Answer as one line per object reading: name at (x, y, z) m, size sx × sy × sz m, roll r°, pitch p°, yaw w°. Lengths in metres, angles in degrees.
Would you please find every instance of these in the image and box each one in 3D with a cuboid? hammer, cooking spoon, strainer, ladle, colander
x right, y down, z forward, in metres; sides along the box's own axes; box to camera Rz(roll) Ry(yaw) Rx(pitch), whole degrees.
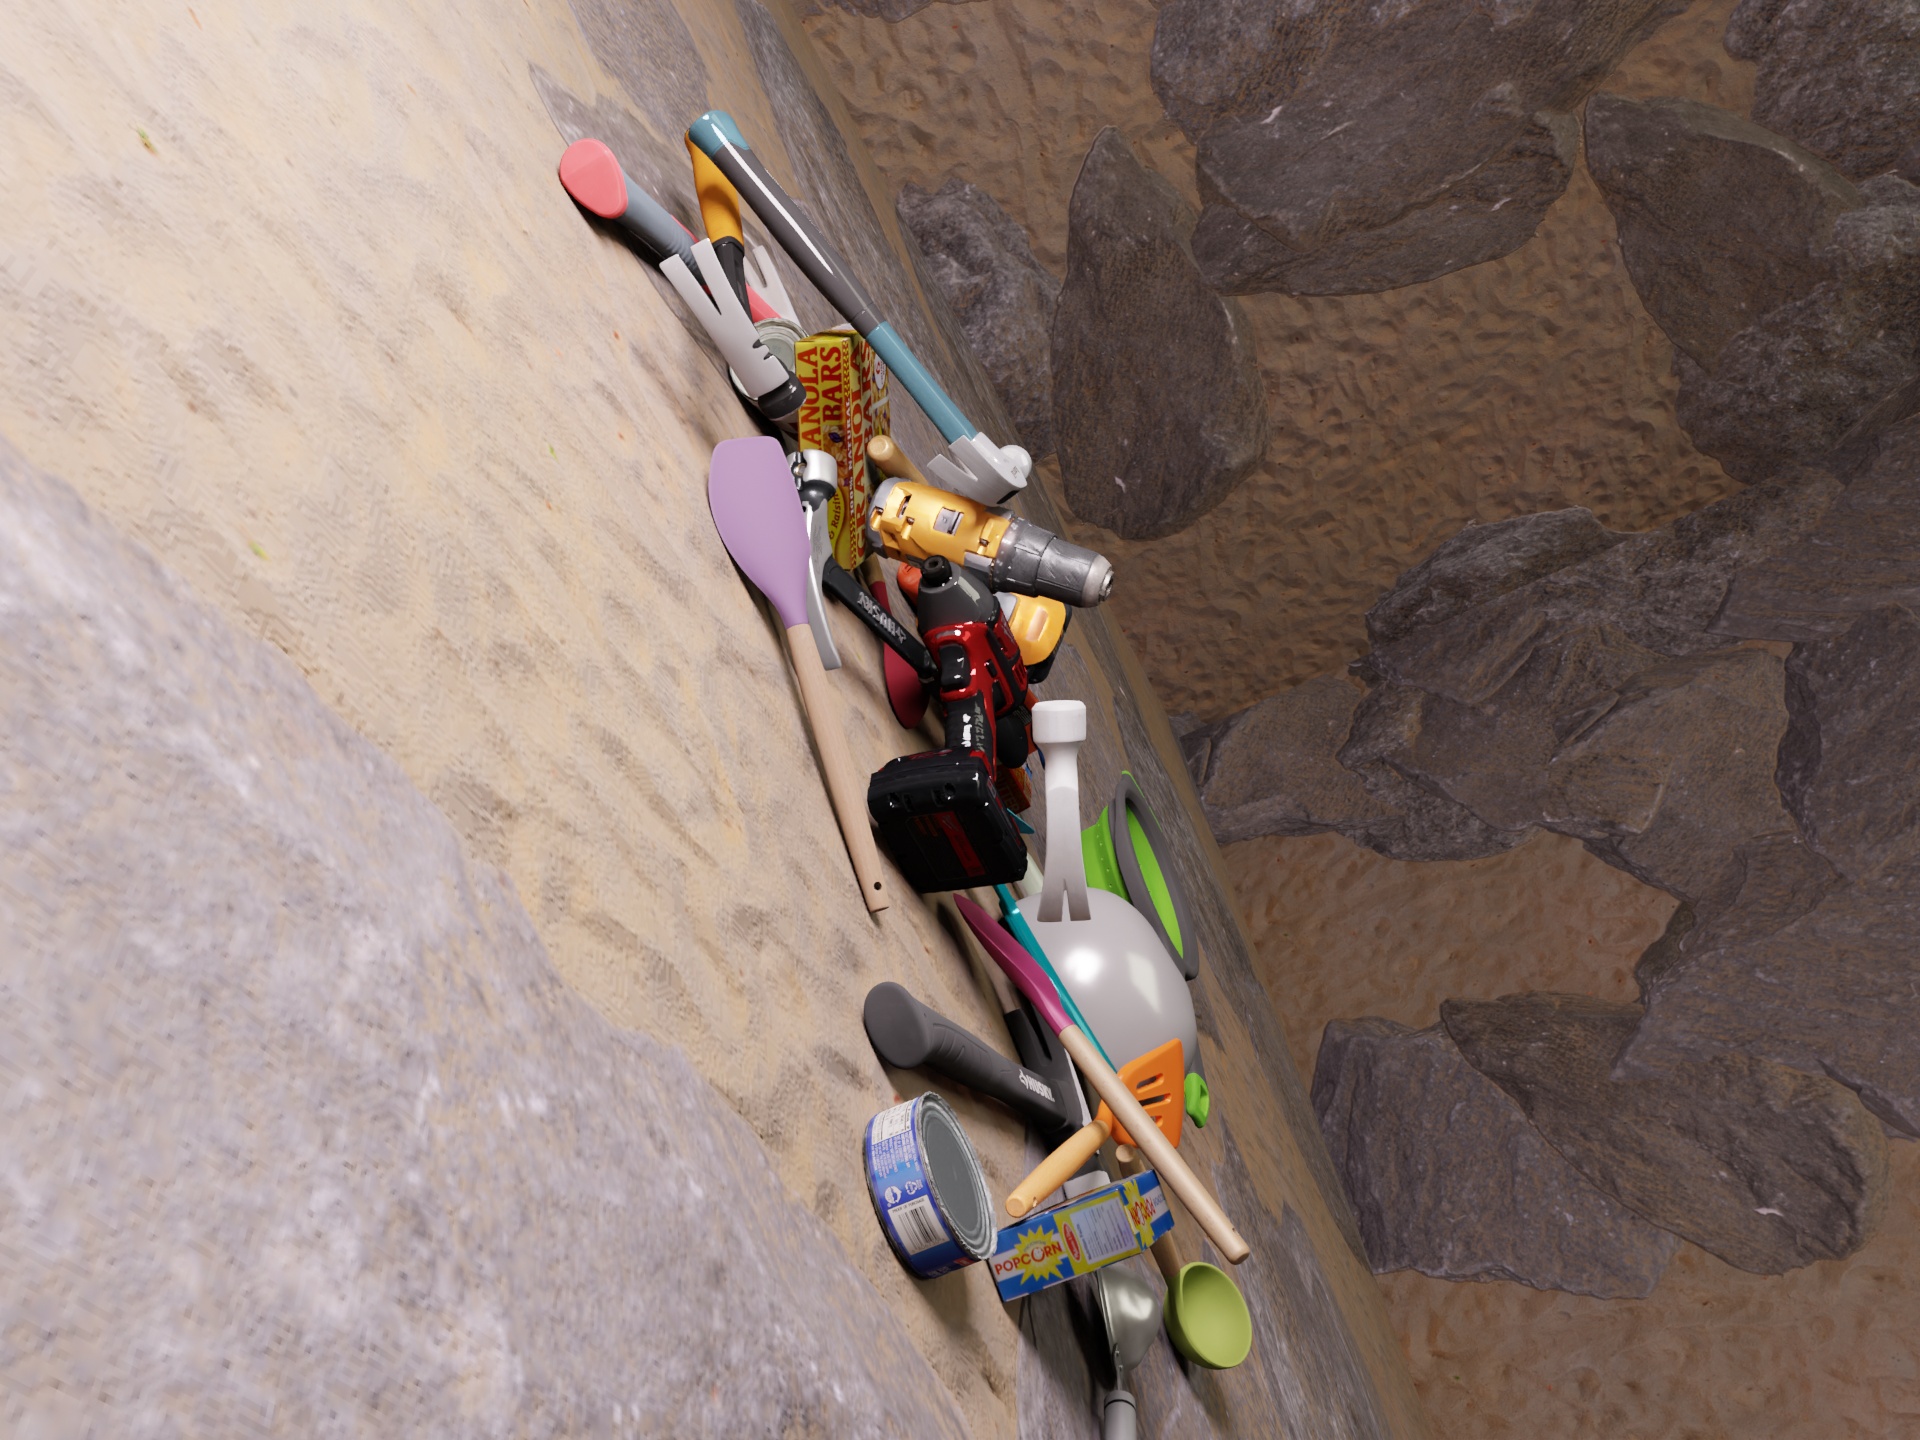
hammer at (-0.028, -0.041, 1.191) m, size 0.408 × 0.036 × 0.149 m, roll 43°, pitch 42°, yaw -60°
cooking spoon at (0.083, 0.219, 1.023) m, size 0.068 × 0.017 × 0.319 m, roll 35°, pitch 11°, yaw -50°
hammer at (-0.068, -0.283, 1.106) m, size 0.331 × 0.033 × 0.128 m, roll 49°, pitch 21°, yaw -9°
strainer at (0.091, 0.153, 1.211) m, size 0.340 × 0.095 × 0.211 m, roll 60°, pitch -1°, yaw -17°
hammer at (0.018, 0.215, 0.992) m, size 0.334 × 0.035 × 0.146 m, roll 47°, pitch 22°, yaw -59°
ladle at (0.155, 0.371, 1.112) m, size 0.319 × 0.062 × 0.078 m, roll 69°, pitch 16°, yaw -47°
ladle at (-0.076, -0.129, 1.314) m, size 0.069 × 0.031 × 0.316 m, roll 52°, pitch 16°, yaw -57°
colander at (0.160, 0.223, 1.505) m, size 0.398 × 0.094 × 0.204 m, roll -94°, pitch 158°, yaw -50°
strainer at (0.097, 0.405, 0.951) m, size 0.259 × 0.050 × 0.086 m, roll -80°, pitch 158°, yaw -66°
hammer at (-0.197, -0.349, 1.179) m, size 0.143 × 0.038 × 0.386 m, roll 66°, pitch 11°, yaw 9°
hammer at (0.070, 0.038, 1.182) m, size 0.405 × 0.035 × 0.144 m, roll -72°, pitch 161°, yaw -83°
hammer at (-0.169, -0.344, 1.104) m, size 0.127 × 0.034 × 0.337 m, roll 55°, pitch 13°, yaw -42°

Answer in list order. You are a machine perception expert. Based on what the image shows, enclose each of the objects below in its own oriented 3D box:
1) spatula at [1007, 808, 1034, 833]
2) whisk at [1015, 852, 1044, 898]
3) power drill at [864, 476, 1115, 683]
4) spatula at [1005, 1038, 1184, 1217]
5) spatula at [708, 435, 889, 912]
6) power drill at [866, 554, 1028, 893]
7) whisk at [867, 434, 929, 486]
spatula at (0.024, 0.041, 1.367) m, size 0.082 × 0.044 × 0.317 m, roll 37°, pitch 13°, yaw -5°
whisk at (0.097, 0.206, 1.365) m, size 0.246 × 0.059 × 0.058 m, roll 60°, pitch -8°, yaw -3°
power drill at (0.035, -0.102, 1.234) m, size 0.226 × 0.185 × 0.084 m, roll 62°, pitch 48°, yaw -70°
spatula at (0.092, 0.269, 1.020) m, size 0.322 × 0.041 × 0.081 m, roll 3°, pitch 89°, yaw -71°
spatula at (-0.096, -0.033, 0.983) m, size 0.018 × 0.059 × 0.316 m, roll -42°, pitch -117°, yaw 61°
power drill at (-0.002, -0.003, 1.094) m, size 0.143 × 0.078 × 0.220 m, roll 64°, pitch 24°, yaw -44°
whisk at (-0.025, -0.178, 1.268) m, size 0.047 × 0.051 × 0.244 m, roll 23°, pitch -4°, yaw 18°
